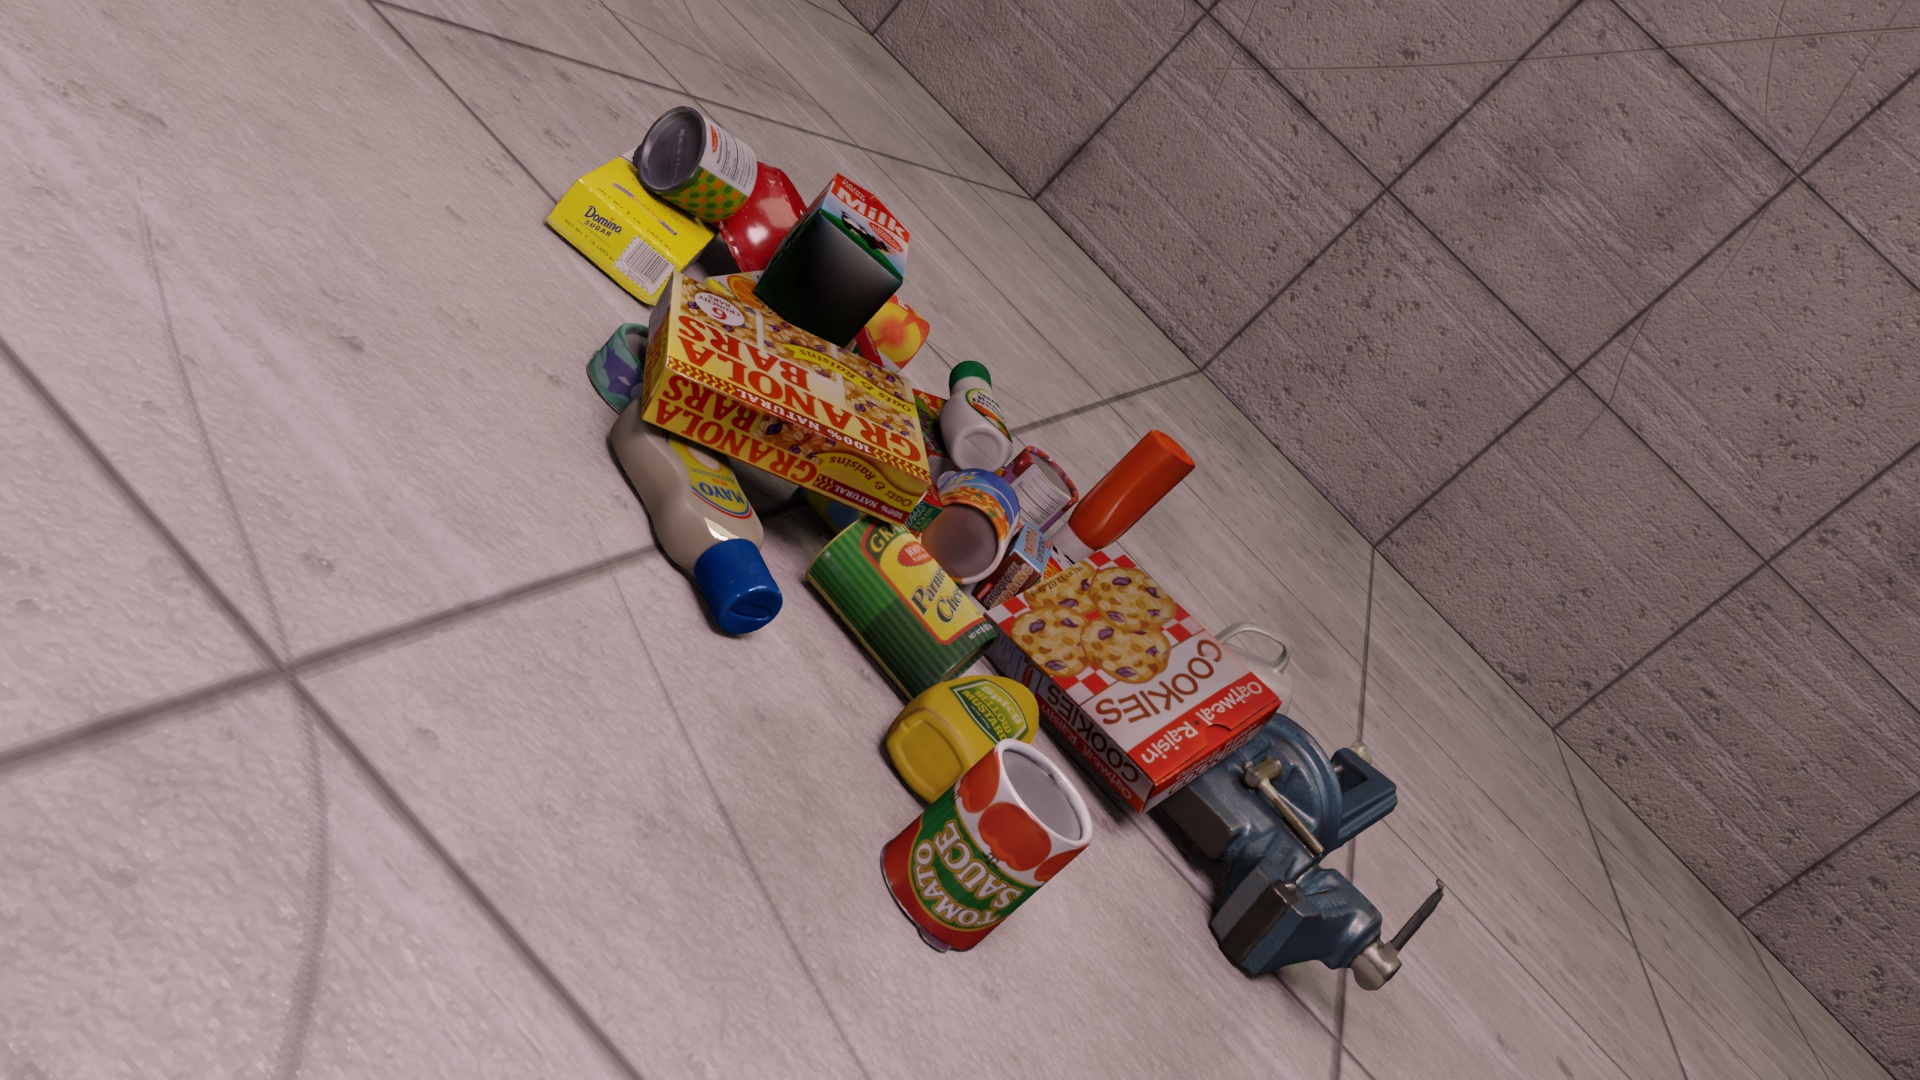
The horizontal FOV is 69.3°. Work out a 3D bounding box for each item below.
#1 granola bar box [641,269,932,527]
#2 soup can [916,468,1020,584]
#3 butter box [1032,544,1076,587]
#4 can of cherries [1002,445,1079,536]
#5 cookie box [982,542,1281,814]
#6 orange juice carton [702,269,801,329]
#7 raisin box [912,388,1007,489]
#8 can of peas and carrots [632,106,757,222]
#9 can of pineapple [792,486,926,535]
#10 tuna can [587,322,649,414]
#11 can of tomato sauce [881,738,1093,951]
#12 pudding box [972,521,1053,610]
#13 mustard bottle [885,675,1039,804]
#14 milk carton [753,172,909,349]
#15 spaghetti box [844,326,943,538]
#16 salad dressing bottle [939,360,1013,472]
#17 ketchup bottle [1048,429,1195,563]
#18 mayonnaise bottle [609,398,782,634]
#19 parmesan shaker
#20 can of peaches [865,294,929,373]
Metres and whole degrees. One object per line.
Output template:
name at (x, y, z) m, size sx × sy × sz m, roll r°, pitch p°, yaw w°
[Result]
granola bar box at (-0.103, -0.083, 0.817) m, size 0.165 × 0.039 × 0.125 m, roll 23°, pitch 28°, yaw -24°
soup can at (0.004, -0.013, 1.018) m, size 0.071 × 0.071 × 0.084 m, roll 44°, pitch 19°, yaw -5°
butter box at (0.078, 0.038, 1.132) m, size 0.053 × 0.024 × 0.104 m, roll 41°, pitch 19°, yaw -11°
can of cherries at (0.061, -0.041, 1.209) m, size 0.071 × 0.058 × 0.072 m, roll 39°, pitch 20°, yaw -17°
cookie box at (0.112, 0.088, 0.937) m, size 0.123 × 0.040 × 0.168 m, roll -26°, pitch 57°, yaw -32°
orange juice carton at (-0.138, -0.140, 0.979) m, size 0.072 × 0.073 × 0.193 m, roll 44°, pitch 18°, yaw 0°
raisin box at (-0.024, -0.082, 1.148) m, size 0.086 × 0.040 × 0.123 m, roll 53°, pitch 21°, yaw 24°
can of peas and carrots at (-0.194, -0.273, 1.017) m, size 0.058 × 0.071 × 0.071 m, roll 22°, pitch 29°, yaw -55°
can of pineapple at (-0.066, -0.032, 0.913) m, size 0.058 × 0.071 × 0.071 m, roll 49°, pitch 18°, yaw -8°
tuna can at (-0.191, -0.101, 0.846) m, size 0.071 × 0.032 × 0.071 m, roll 40°, pitch 19°, yaw -17°
can of tomato sauce at (0.013, 0.148, 0.673) m, size 0.071 × 0.083 × 0.071 m, roll 40°, pitch 19°, yaw -16°
pudding box at (0.041, 0.021, 1.051) m, size 0.030 × 0.049 × 0.084 m, roll 42°, pitch 19°, yaw -4°
mustard bottle at (0.012, 0.108, 0.808) m, size 0.065 × 0.048 × 0.160 m, roll 50°, pitch 19°, yaw 10°
milk carton at (-0.087, -0.205, 0.994) m, size 0.073 × 0.072 × 0.191 m, roll 39°, pitch 18°, yaw -16°
spaghetti box at (-0.068, -0.086, 1.047) m, size 0.028 × 0.050 × 0.251 m, roll 30°, pitch 24°, yaw -36°
salad dressing bottle at (0.011, -0.104, 1.135) m, size 0.064 × 0.044 × 0.148 m, roll 39°, pitch 20°, yaw -22°
ketchup bottle at (0.131, -0.029, 1.189) m, size 0.043 × 0.148 × 0.065 m, roll 54°, pitch 20°, yaw 26°
mayonnaise bottle at (-0.140, -0.015, 0.758) m, size 0.065 × 0.041 × 0.148 m, roll 16°, pitch 33°, yaw -48°
parmesan shaker at (-0.033, 0.039, 0.831) m, size 0.103 × 0.071 × 0.071 m, roll 48°, pitch 19°, yaw 10°
can of peaches at (-0.068, -0.186, 1.227) m, size 0.058 × 0.071 × 0.071 m, roll 39°, pitch 19°, yaw -20°
